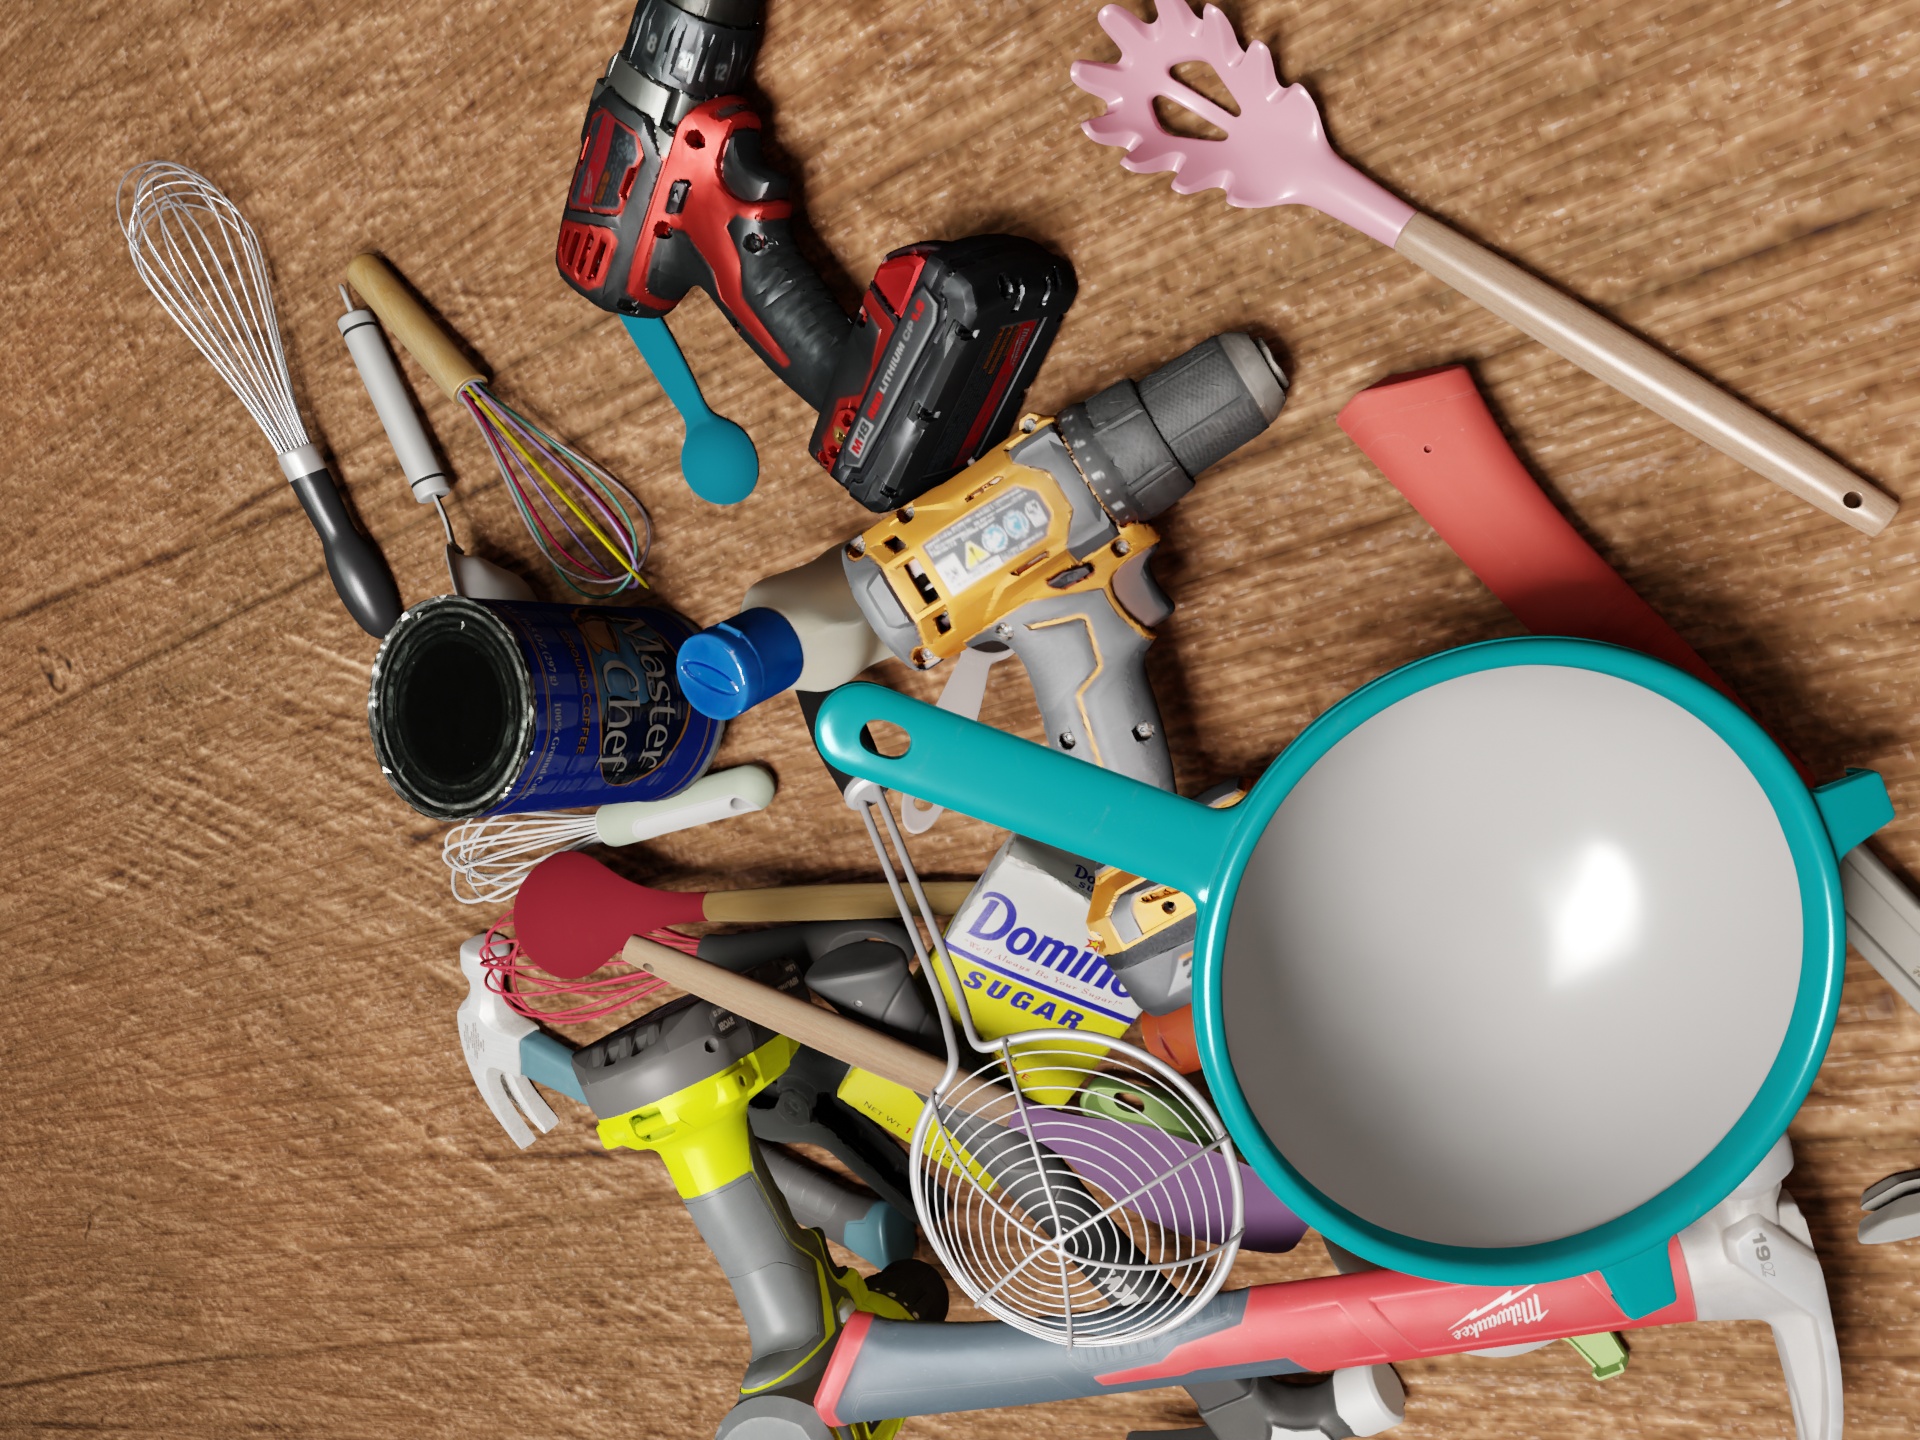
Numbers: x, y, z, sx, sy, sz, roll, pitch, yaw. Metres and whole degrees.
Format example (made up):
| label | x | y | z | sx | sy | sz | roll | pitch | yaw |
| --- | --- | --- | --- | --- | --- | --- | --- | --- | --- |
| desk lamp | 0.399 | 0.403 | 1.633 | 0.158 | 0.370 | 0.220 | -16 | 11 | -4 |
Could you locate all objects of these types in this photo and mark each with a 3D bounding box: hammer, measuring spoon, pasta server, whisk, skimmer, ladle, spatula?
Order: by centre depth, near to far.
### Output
| label | x | y | z | sx | sy | sz | roll | pitch | yaw |
| --- | --- | --- | --- | --- | --- | --- | --- | --- | --- |
| pasta server | 0.175 | -0.155 | 0.547 | 0.316 | 0.040 | 0.060 | 37 | 114 | 14 |
| hammer | 0.262 | 0.018 | 0.563 | 0.359 | 0.037 | 0.149 | 48 | 127 | 7 |
| hammer | 0.130 | 0.252 | 0.623 | 0.386 | 0.038 | 0.143 | -13 | 97 | 14 |
| skimmer | -0.003 | 0.084 | 0.678 | 0.127 | 0.090 | 0.364 | -41 | 49 | 19 |
| measuring spoon | -0.001 | -0.002 | 0.685 | 0.034 | 0.124 | 0.018 | 16 | 150 | 8 |
| spatula | -0.001 | 0.159 | 0.686 | 0.316 | 0.018 | 0.059 | 22 | 129 | 5 |
| hammer | 0.047 | 0.231 | 0.736 | 0.146 | 0.035 | 0.334 | -36 | 101 | 27 |
| measuring spoon | -0.141 | -0.160 | 0.760 | 0.042 | 0.021 | 0.128 | -27 | 94 | 38 |
| ladle | -0.105 | 0.095 | 0.810 | 0.315 | 0.031 | 0.069 | -5 | 86 | 22 |
| whisk | -0.239 | -0.153 | 0.819 | 0.245 | 0.047 | 0.051 | 47 | 115 | 13 |
| whisk | -0.153 | 0.129 | 0.870 | 0.296 | 0.073 | 0.073 | -7 | 105 | 29 |
| whisk | -0.198 | 0.060 | 0.876 | 0.246 | 0.059 | 0.057 | -15 | 141 | 32 |
| whisk | -0.386 | -0.176 | 0.897 | 0.070 | 0.070 | 0.284 | -12 | 108 | 36 |
| hammer | -0.170 | 0.239 | 0.940 | 0.331 | 0.033 | 0.128 | 19 | 118 | 26 |

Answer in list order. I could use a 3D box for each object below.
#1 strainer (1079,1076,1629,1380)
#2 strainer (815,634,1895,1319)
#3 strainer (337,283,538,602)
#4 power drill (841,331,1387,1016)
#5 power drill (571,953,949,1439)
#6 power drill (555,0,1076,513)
| label | x | y | z | sx | sy | sz | roll | pitch | yaw |
| --- | --- | --- | --- | --- | --- | --- | --- | --- | --- |
| strainer | 0.159 | 0.202 | 0.686 | 0.256 | 0.069 | 0.151 | 7 | 113 | 29 |
| strainer | 0.114 | 0.051 | 0.532 | 0.340 | 0.095 | 0.211 | 20 | 96 | -6 |
| strainer | -0.281 | -0.119 | 0.859 | 0.258 | 0.050 | 0.087 | 65 | 171 | 0 |
| power drill | 0.084 | -0.022 | 0.624 | 0.185 | 0.084 | 0.226 | -32 | 91 | 15 |
| power drill | -0.082 | 0.237 | 0.765 | 0.080 | 0.190 | 0.228 | -24 | 88 | 19 |
| power drill | -0.065 | -0.215 | 0.658 | 0.227 | 0.080 | 0.187 | 40 | 126 | 16 |
